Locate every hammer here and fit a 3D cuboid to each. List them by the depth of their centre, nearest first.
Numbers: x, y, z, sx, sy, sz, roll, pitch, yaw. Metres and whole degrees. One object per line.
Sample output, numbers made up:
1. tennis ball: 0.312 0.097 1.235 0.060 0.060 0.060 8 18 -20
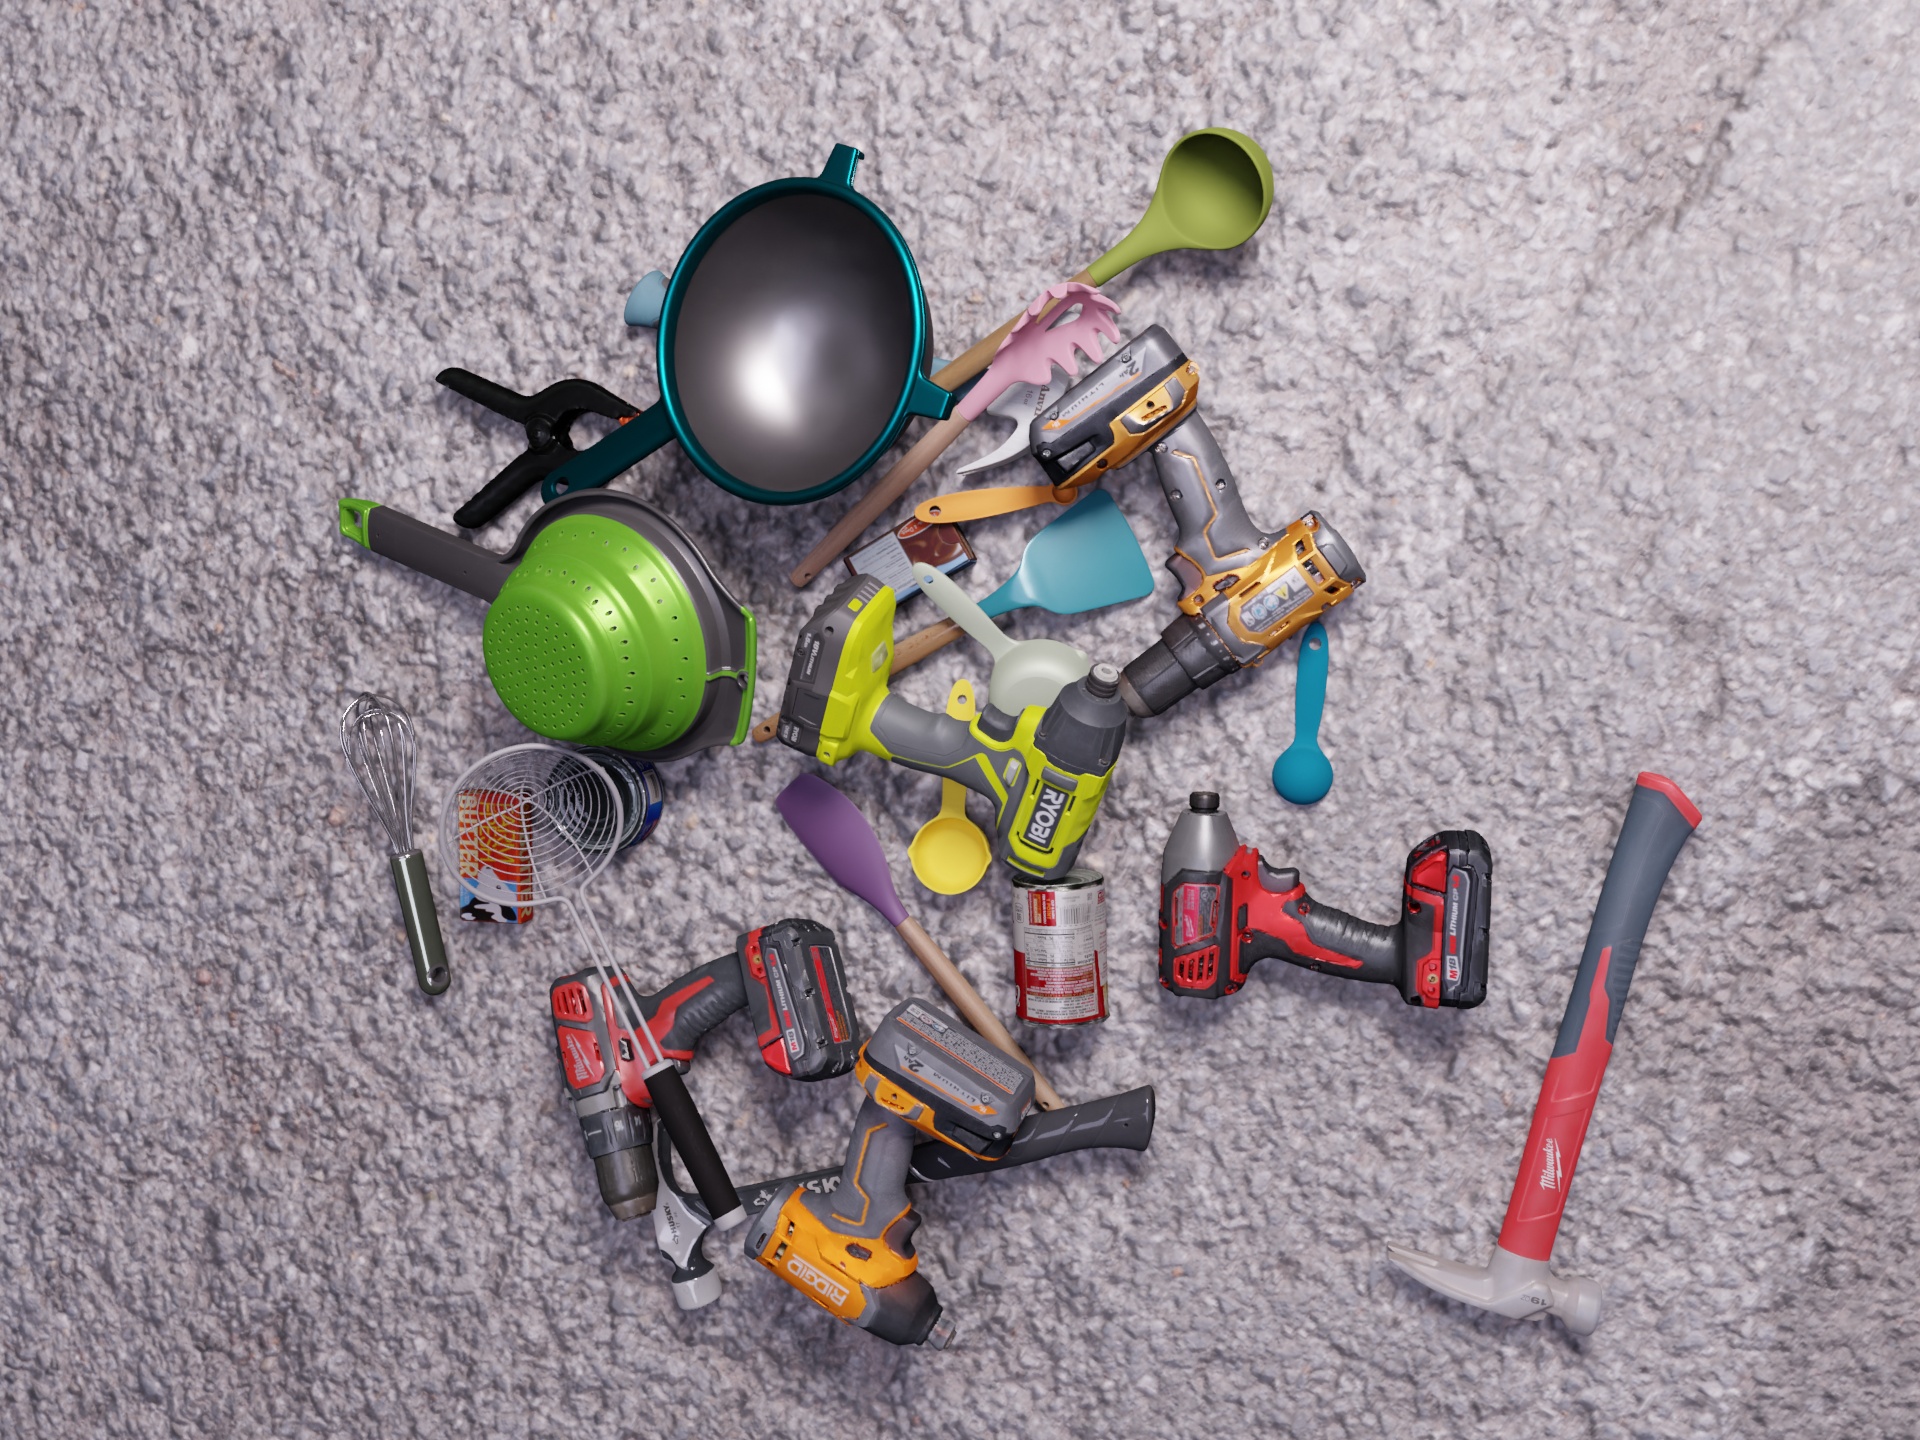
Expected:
1. hammer: 0.407 0.219 1.082 0.143 0.038 0.386 14 98 12
2. hammer: -0.084 -0.265 1.139 0.331 0.033 0.128 16 98 10
3. hammer: -0.050 0.328 1.181 0.409 0.036 0.149 -17 91 16

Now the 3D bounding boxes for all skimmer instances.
1. skimmer: -0.241 0.188 1.106 0.127 0.090 0.363 -27 82 -11

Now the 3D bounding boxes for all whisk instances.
1. whisk: -0.438 0.097 1.247 0.059 0.058 0.246 -4 99 47

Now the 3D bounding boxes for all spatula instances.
1. spatula: -0.017 -0.058 1.152 0.317 0.044 0.082 -27 91 18
2. spatula: -0.025 0.167 1.175 0.059 0.018 0.316 -40 87 31

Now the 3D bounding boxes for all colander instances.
1. colander: -0.331 -0.080 1.135 0.397 0.094 0.204 22 121 23

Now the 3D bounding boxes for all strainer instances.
1. strainer: -0.146 -0.224 1.100 0.340 0.095 0.211 -25 81 29

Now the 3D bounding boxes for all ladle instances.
1. ladle: 0.065 -0.281 1.063 0.320 0.062 0.078 -33 97 13

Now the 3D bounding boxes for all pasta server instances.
1. pasta server: -0.015 -0.188 1.089 0.060 0.040 0.316 29 125 -34

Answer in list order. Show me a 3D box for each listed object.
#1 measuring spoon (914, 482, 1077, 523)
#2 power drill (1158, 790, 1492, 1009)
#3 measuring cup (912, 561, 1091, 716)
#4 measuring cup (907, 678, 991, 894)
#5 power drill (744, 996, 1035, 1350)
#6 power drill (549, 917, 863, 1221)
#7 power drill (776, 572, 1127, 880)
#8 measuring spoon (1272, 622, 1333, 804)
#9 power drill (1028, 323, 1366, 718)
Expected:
1. measuring spoon: 0.025 -0.153 1.123 0.117 0.011 0.021 -9 82 -4
2. power drill: 0.246 0.123 1.089 0.220 0.078 0.143 2 96 15
3. measuring cup: 0.025 -0.045 1.107 0.083 0.038 0.167 -39 107 24
4. measuring cup: -0.002 0.049 1.162 0.062 0.029 0.156 4 85 10
5. power drill: -0.037 0.329 1.121 0.164 0.084 0.226 32 105 10
6. power drill: -0.190 0.254 1.174 0.226 0.080 0.188 -19 76 15
7. power drill: -0.002 -0.003 1.078 0.223 0.080 0.171 25 129 8
8. measuring spoon: 0.241 -0.003 1.101 0.042 0.021 0.128 5 98 11
9. power drill: 0.136 -0.127 1.074 0.185 0.084 0.226 -37 98 11
